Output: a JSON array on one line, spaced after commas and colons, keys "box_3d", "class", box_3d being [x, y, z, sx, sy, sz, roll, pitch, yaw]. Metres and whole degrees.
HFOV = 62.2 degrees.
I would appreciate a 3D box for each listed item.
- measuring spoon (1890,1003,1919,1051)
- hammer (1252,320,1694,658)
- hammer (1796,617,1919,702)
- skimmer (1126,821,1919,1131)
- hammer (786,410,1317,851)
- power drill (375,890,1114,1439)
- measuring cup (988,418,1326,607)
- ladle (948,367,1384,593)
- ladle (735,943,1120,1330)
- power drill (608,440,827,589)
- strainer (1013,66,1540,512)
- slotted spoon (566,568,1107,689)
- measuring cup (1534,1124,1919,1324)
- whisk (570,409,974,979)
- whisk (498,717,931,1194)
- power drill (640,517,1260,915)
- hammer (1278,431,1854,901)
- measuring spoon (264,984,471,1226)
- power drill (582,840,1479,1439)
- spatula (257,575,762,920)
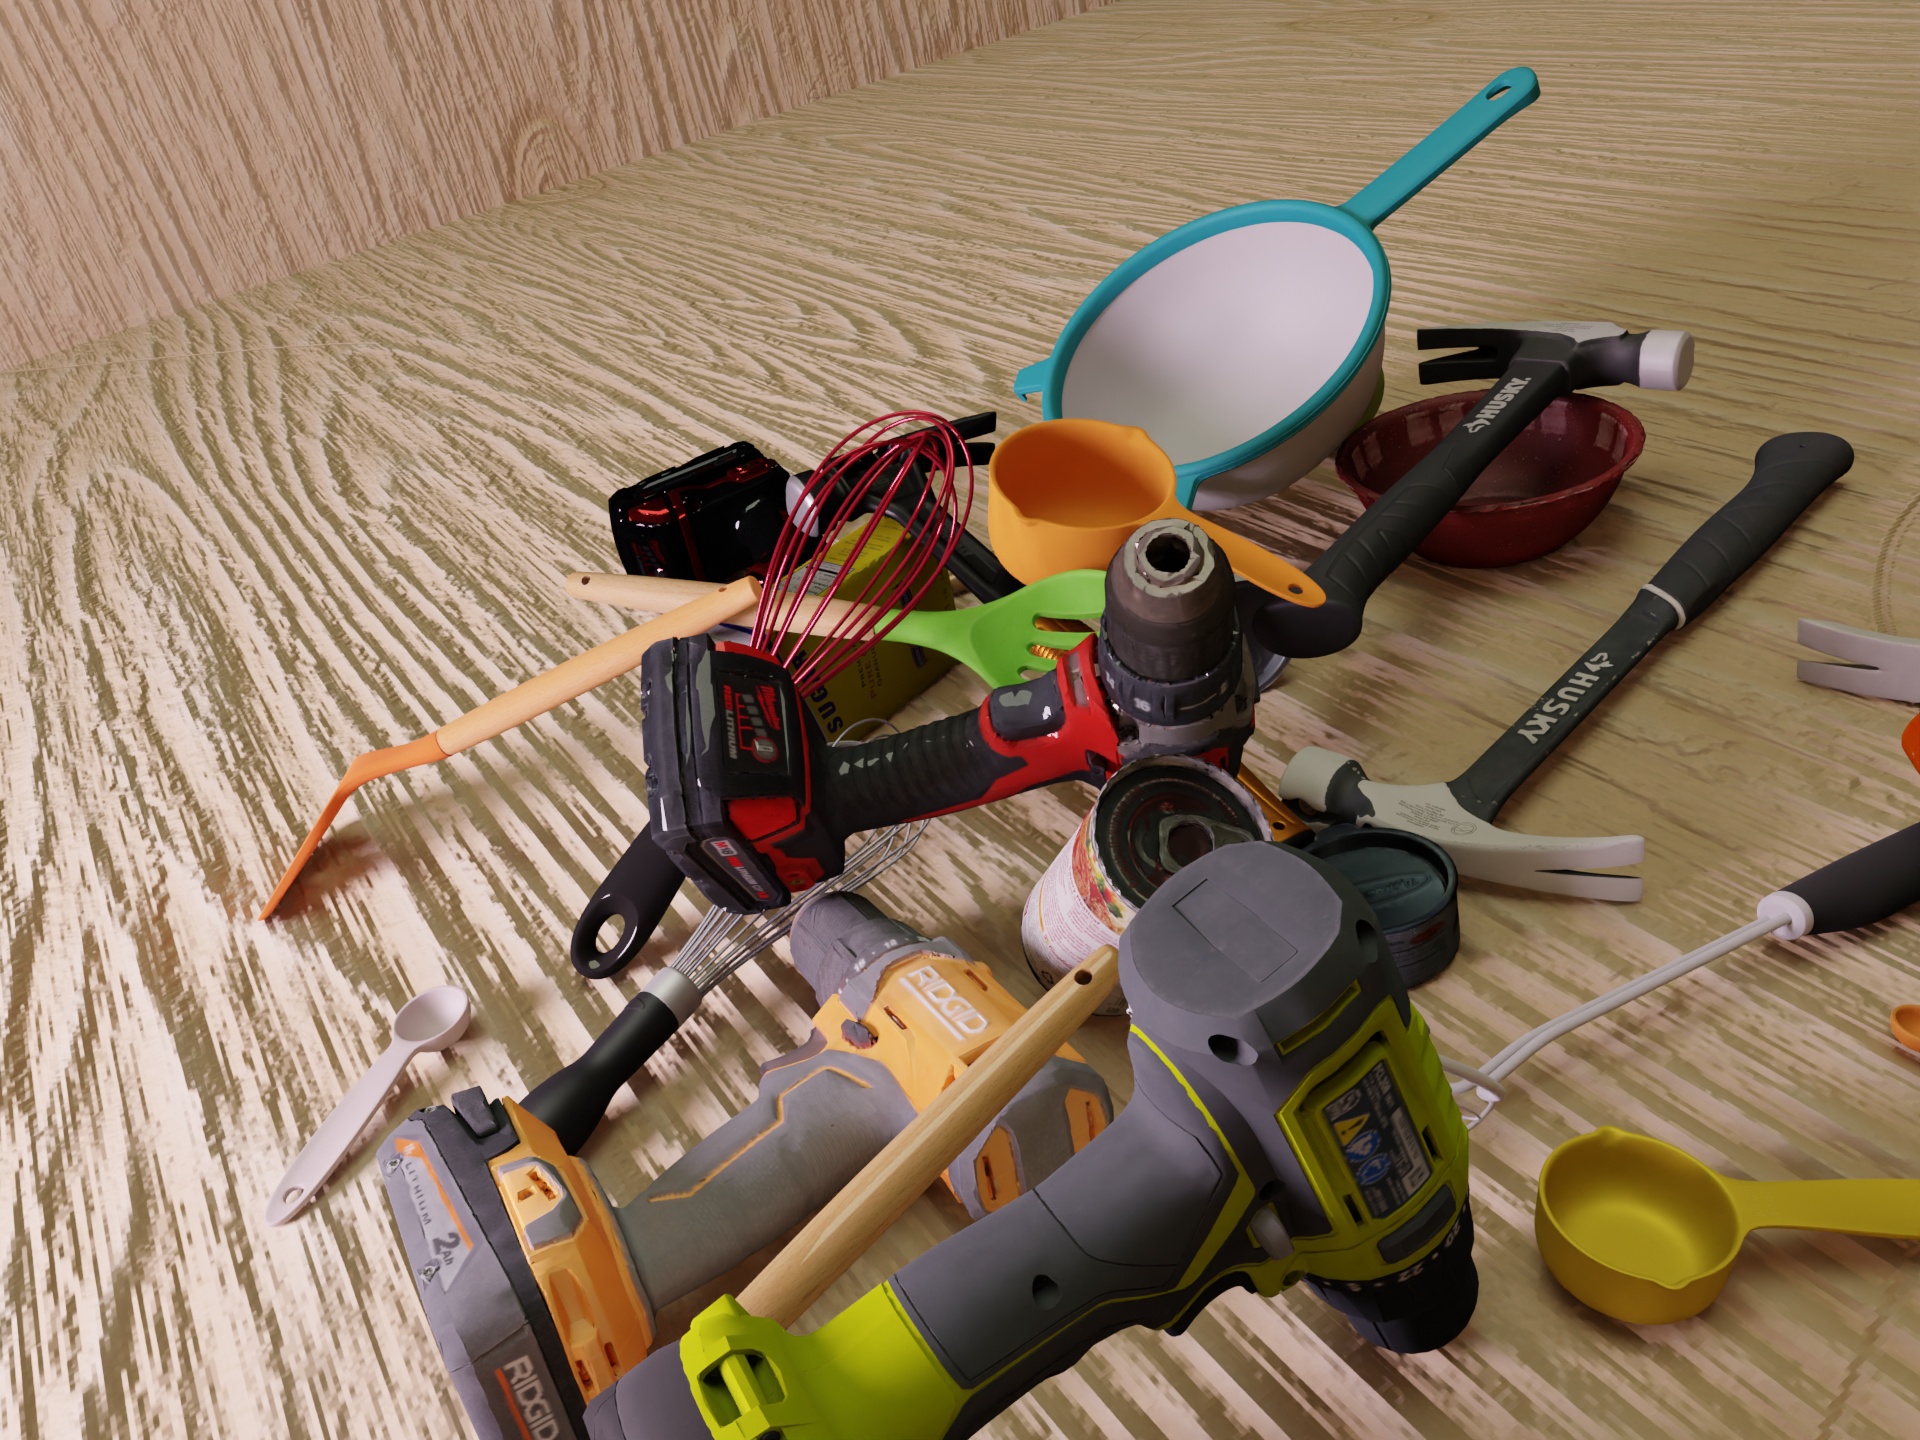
[{"box_3d": [0.332, 0.130, 0.492, 0.021, 0.011, 0.117, -6, 33, -11], "class": "measuring spoon"}, {"box_3d": [0.243, -0.128, 0.811, 0.146, 0.035, 0.335, 15, 42, 38], "class": "hammer"}, {"box_3d": [0.526, -0.127, 0.807, 0.146, 0.038, 0.411, 5, 35, 31], "class": "hammer"}, {"box_3d": [0.233, 0.064, 0.559, 0.363, 0.090, 0.127, -20, -2, -15], "class": "skimmer"}, {"box_3d": [0.052, -0.041, 0.759, 0.127, 0.034, 0.337, -23, 50, -25], "class": "hammer"}, {"box_3d": [-0.084, 0.142, 0.574, 0.226, 0.084, 0.185, -22, 29, -21], "class": "power drill"}, {"box_3d": [0.089, -0.078, 0.739, 0.174, 0.052, 0.095, 32, 52, 24], "class": "measuring cup"}, {"box_3d": [0.129, -0.159, 1.000, 0.320, 0.062, 0.078, -26, 39, -14], "class": "ladle"}, {"box_3d": [-0.060, 0.178, 0.467, 0.315, 0.031, 0.069, -43, 54, -16], "class": "ladle"}, {"box_3d": [-0.127, -0.091, 0.976, 0.143, 0.078, 0.220, -28, 36, -21], "class": "power drill"}, {"box_3d": [0.209, -0.237, 0.930, 0.340, 0.095, 0.211, -40, 44, 2], "class": "strainer"}, {"box_3d": [-0.059, -0.050, 0.750, 0.314, 0.031, 0.070, 8, 67, 25], "class": "slotted spoon"}, {"box_3d": [0.251, 0.155, 0.477, 0.156, 0.029, 0.062, 1, 32, 2], "class": "measuring cup"}, {"box_3d": [-0.088, -0.008, 0.704, 0.296, 0.073, 0.073, -56, 36, 5], "class": "whisk"}, {"box_3d": [-0.104, 0.096, 0.681, 0.070, 0.070, 0.285, 12, 44, 36], "class": "whisk"}, {"box_3d": [-0.001, -0.002, 0.592, 0.226, 0.187, 0.080, -10, 66, 3], "class": "power drill"}, {"box_3d": [0.329, -0.045, 0.753, 0.149, 0.036, 0.409, 20, 44, 42], "class": "hammer"}, {"box_3d": [-0.247, 0.163, 0.670, 0.034, 0.018, 0.124, 4, 42, 27], "class": "measuring spoon"}, {"box_3d": [0.039, 0.162, 0.417, 0.228, 0.190, 0.080, -37, 37, -10], "class": "power drill"}, {"box_3d": [-0.231, 0.007, 0.792, 0.322, 0.041, 0.081, -24, 29, 17], "class": "spatula"}]
